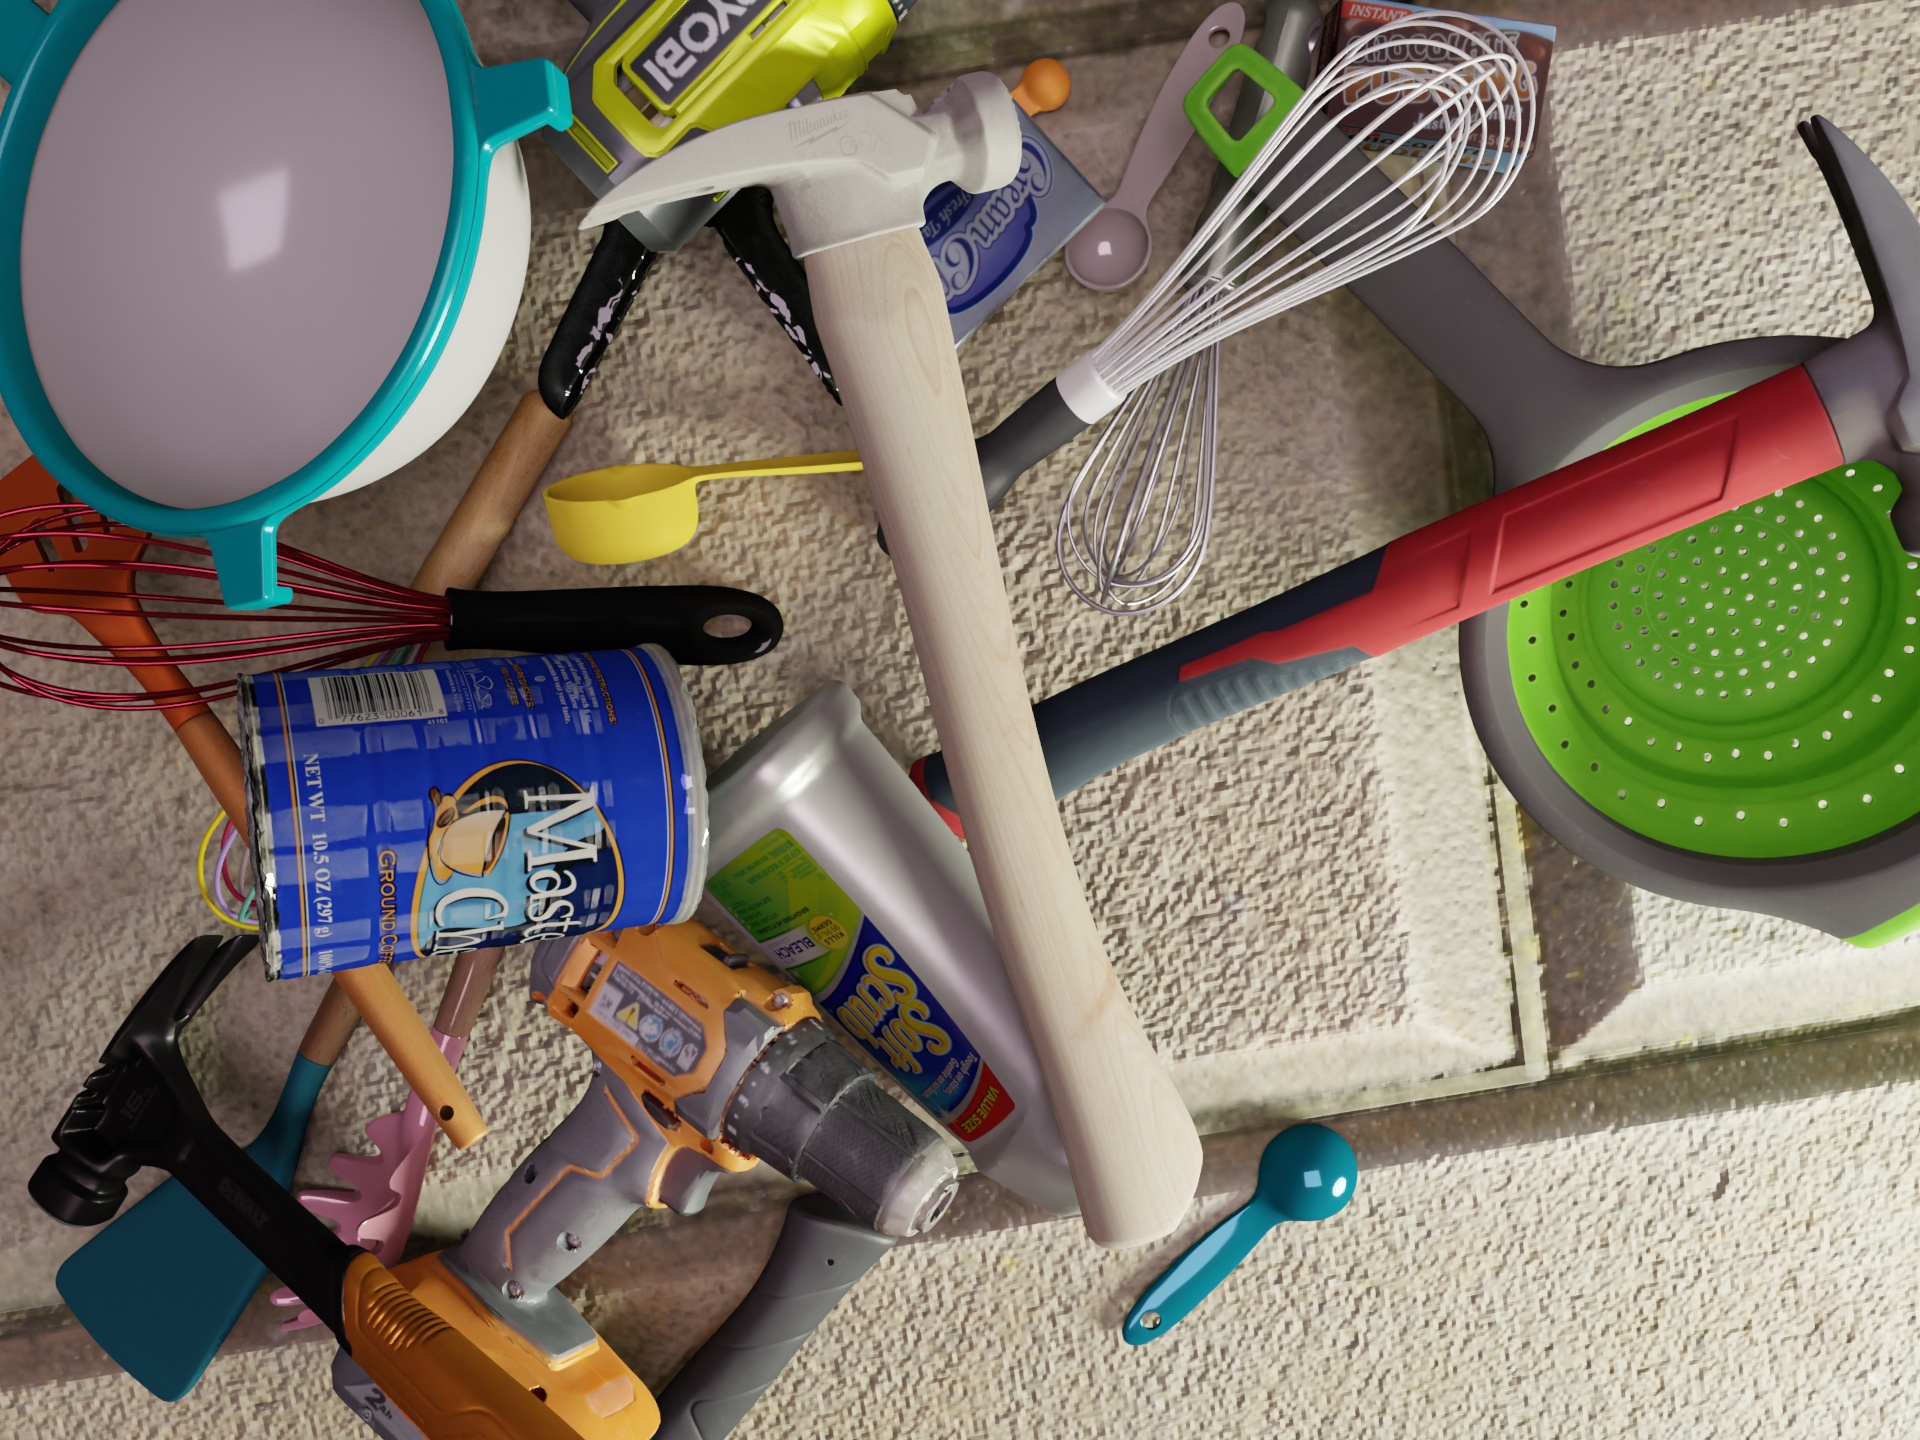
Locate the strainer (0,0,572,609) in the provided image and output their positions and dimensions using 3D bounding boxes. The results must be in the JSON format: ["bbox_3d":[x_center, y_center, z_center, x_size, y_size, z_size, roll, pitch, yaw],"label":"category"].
[{"bbox_3d":[-0.269,-0.199,0.565,0.340,0.095,0.211,39,102,21],"label":"strainer"}]

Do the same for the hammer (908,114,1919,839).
[{"bbox_3d":[0.143,-0.056,0.565,0.386,0.038,0.143,-24,95,22],"label":"hammer"}]

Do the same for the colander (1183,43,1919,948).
[{"bbox_3d":[0.236,-0.099,0.596,0.397,0.094,0.204,46,113,2],"label":"colander"}]

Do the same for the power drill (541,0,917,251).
[{"bbox_3d":[-0.110,-0.303,0.545,0.190,0.080,0.228,-44,85,5],"label":"power drill"}]

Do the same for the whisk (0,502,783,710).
[{"bbox_3d":[-0.206,-0.038,0.576,0.295,0.073,0.073,0,98,-24],"label":"whisk"}]

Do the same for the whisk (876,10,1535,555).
[{"bbox_3d":[0.071,-0.136,0.562,0.284,0.070,0.070,-35,98,31],"label":"whisk"}]

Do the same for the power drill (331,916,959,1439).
[{"bbox_3d":[-0.119,0.198,0.611,0.185,0.084,0.226,31,95,20],"label":"power drill"}]

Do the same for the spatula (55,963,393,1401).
[{"bbox_3d":[-0.253,0.114,0.638,0.082,0.044,0.317,31,94,22],"label":"spatula"}]

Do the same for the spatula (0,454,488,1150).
[{"bbox_3d":[-0.267,0.021,0.594,0.081,0.041,0.322,-35,86,1],"label":"spatula"}]

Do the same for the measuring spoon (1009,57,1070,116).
[{"bbox_3d":[-0.004,-0.215,0.607,0.117,0.011,0.021,-39,98,-7],"label":"measuring spoon"}]

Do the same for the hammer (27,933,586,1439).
[{"bbox_3d":[-0.197,0.218,0.573,0.337,0.034,0.127,34,93,19],"label":"hammer"}]

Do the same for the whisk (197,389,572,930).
[{"bbox_3d":[-0.225,-0.023,0.622,0.047,0.051,0.245,32,93,0],"label":"whisk"}]

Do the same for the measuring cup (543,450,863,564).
[{"bbox_3d":[-0.081,-0.085,0.618,0.156,0.062,0.029,-8,112,-11],"label":"measuring cup"}]

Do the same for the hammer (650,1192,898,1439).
[{"bbox_3d":[-0.164,0.364,0.679,0.149,0.036,0.409,38,95,-7],"label":"hammer"}]

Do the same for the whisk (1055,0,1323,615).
[{"bbox_3d":[0.093,-0.159,0.611,0.059,0.057,0.246,18,92,16],"label":"whisk"}]

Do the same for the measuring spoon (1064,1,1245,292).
[{"bbox_3d":[0.080,-0.221,0.619,0.034,0.018,0.124,28,90,18],"label":"measuring spoon"}]

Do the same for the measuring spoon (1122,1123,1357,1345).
[{"bbox_3d":[0.118,0.224,0.673,0.128,0.021,0.042,-44,96,3],"label":"measuring spoon"}]

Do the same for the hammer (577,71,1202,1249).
[{"bbox_3d":[-0.001,-0.002,0.550,0.146,0.038,0.410,-19,101,-17],"label":"hammer"}]

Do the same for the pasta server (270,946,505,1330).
[{"bbox_3d":[-0.203,0.098,0.640,0.040,0.060,0.316,19,95,-35],"label":"pasta server"}]
